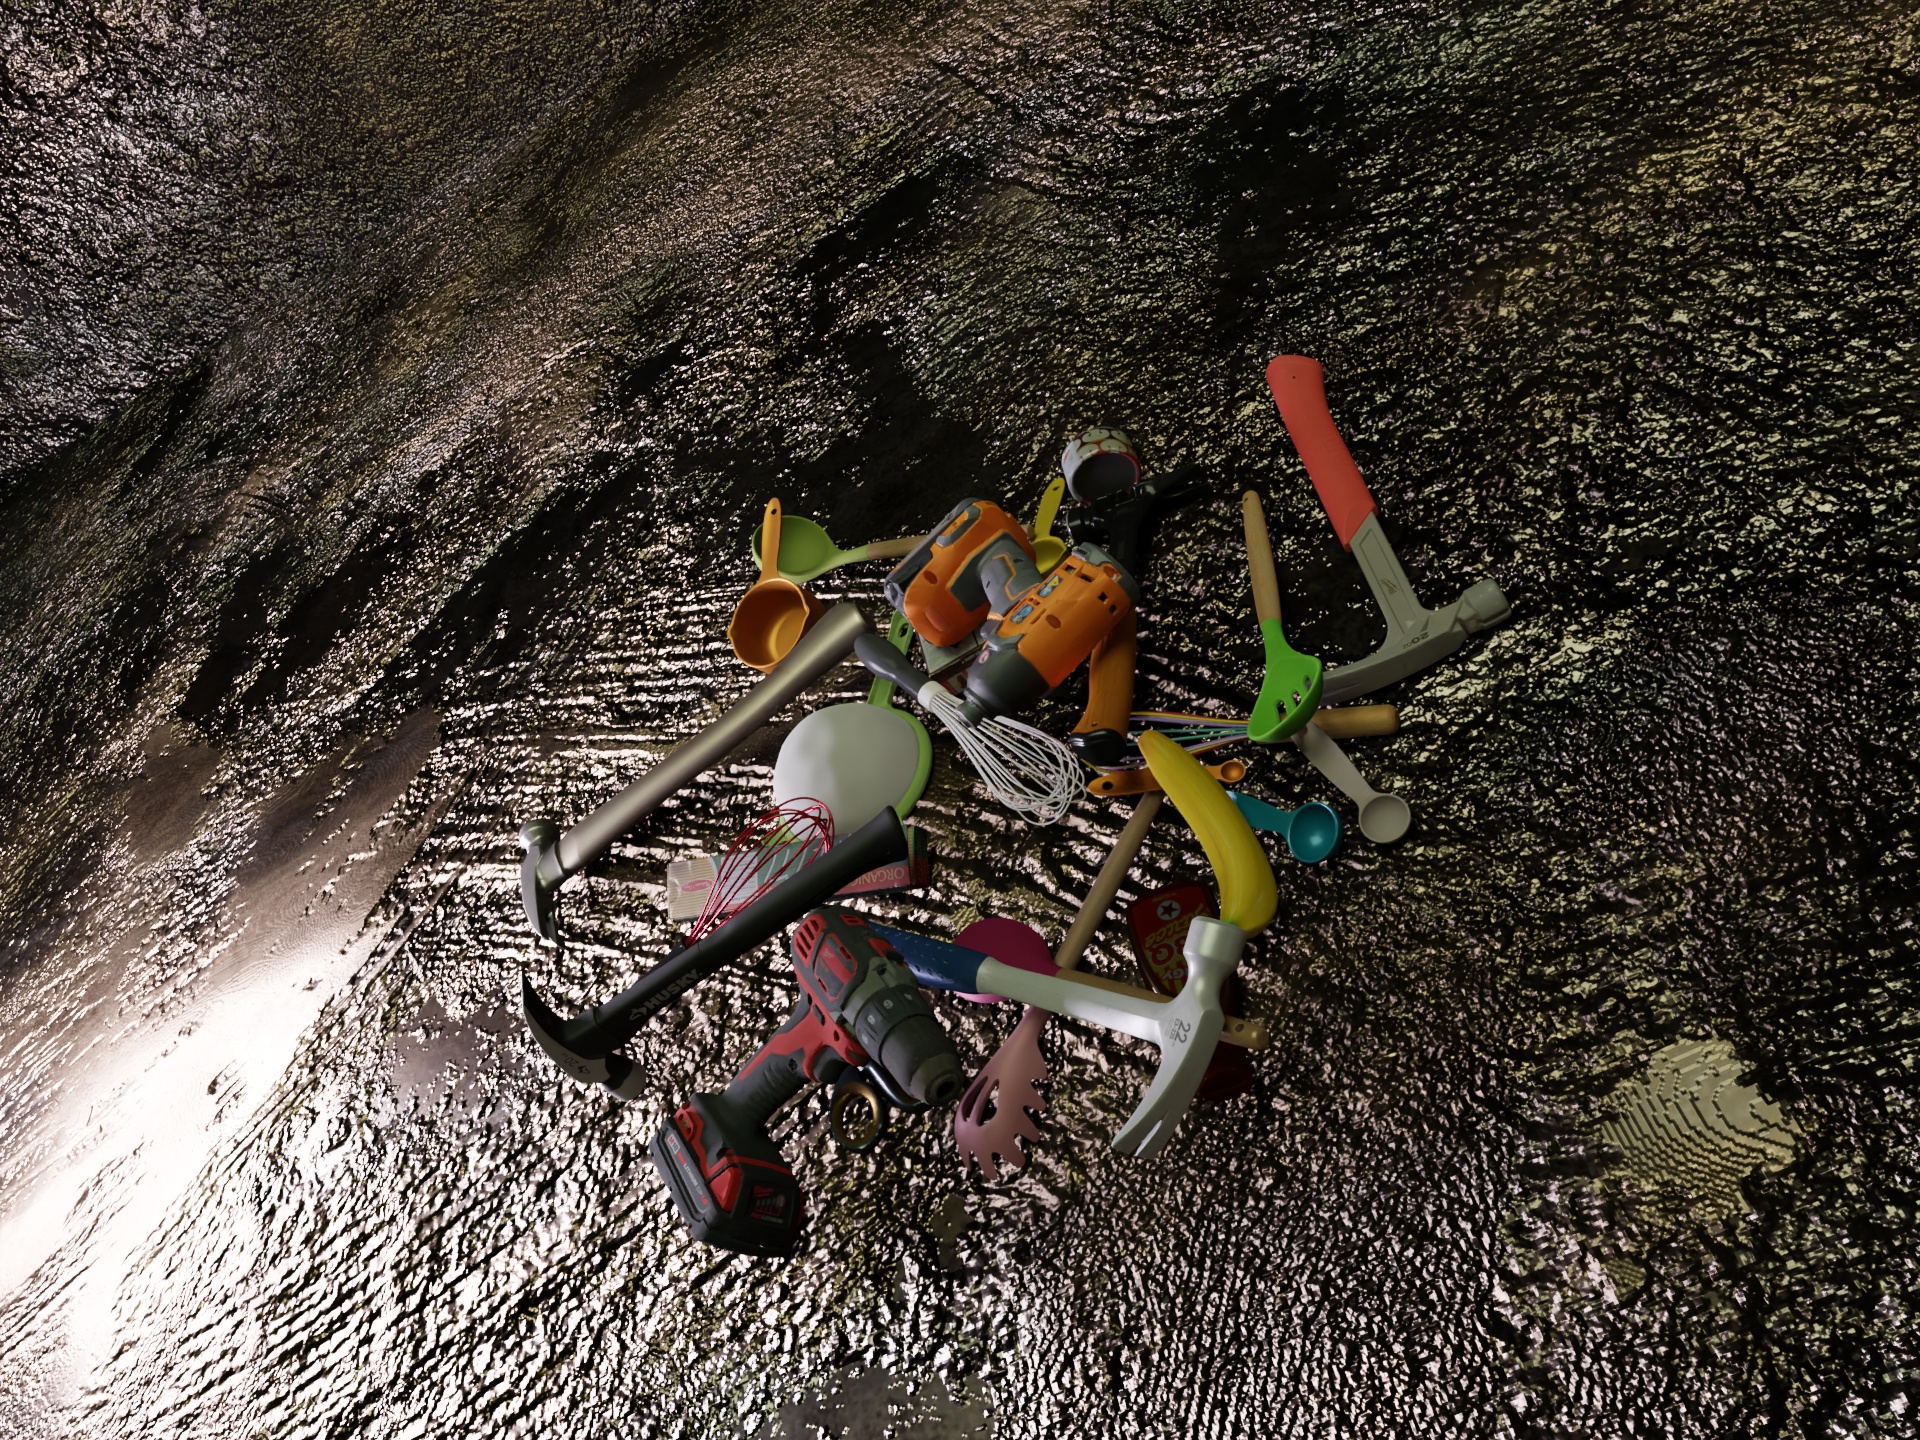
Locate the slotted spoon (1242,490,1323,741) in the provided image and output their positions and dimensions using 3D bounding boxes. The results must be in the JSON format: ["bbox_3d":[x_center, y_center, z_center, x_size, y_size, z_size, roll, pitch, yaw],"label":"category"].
[{"bbox_3d":[0.232,-0.087,1.188,0.070,0.031,0.314,-44,25,31],"label":"slotted spoon"}]

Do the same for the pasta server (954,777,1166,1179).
[{"bbox_3d":[0.079,0.170,1.117,0.060,0.040,0.316,8,56,41],"label":"pasta server"}]

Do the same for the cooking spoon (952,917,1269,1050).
[{"bbox_3d":[0.083,0.175,1.047,0.319,0.017,0.069,6,54,55],"label":"cooking spoon"}]

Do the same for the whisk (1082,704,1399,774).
[{"bbox_3d":[0.196,0.011,1.160,0.245,0.051,0.047,-5,87,28],"label":"whisk"}]

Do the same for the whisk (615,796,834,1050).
[{"bbox_3d":[-0.202,0.169,1.270,0.296,0.073,0.073,-46,39,17],"label":"whisk"}]

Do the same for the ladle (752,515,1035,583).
[{"bbox_3d":[-0.068,-0.169,1.478,0.320,0.062,0.078,-2,41,39],"label":"ladle"}]

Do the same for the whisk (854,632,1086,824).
[{"bbox_3d":[-0.003,-0.004,1.277,0.070,0.070,0.285,-47,49,-7],"label":"whisk"}]

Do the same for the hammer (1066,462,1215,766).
[{"bbox_3d":[0.130,-0.087,1.242,0.127,0.034,0.337,-18,34,24],"label":"hammer"}]

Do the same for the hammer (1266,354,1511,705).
[{"bbox_3d":[0.292,-0.168,1.240,0.149,0.036,0.359,-27,44,15],"label":"hammer"}]

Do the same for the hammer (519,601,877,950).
[{"bbox_3d":[-0.237,0.040,1.422,0.410,0.038,0.146,-38,42,12],"label":"hammer"}]

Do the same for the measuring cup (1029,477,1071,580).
[{"bbox_3d":[0.080,-0.162,1.408,0.062,0.029,0.157,-16,35,27],"label":"measuring cup"}]

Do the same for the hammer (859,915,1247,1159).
[{"bbox_3d":[0.021,0.180,1.076,0.406,0.035,0.144,3,70,54],"label":"hammer"}]

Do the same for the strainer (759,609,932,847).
[{"bbox_3d":[-0.090,-0.007,1.359,0.151,0.069,0.257,-6,54,33],"label":"strainer"}]

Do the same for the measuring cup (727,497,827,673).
[{"bbox_3d":[-0.165,-0.123,1.496,0.095,0.052,0.174,-13,66,29],"label":"measuring cup"}]

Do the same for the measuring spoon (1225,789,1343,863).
[{"bbox_3d":[0.219,0.069,1.108,0.129,0.021,0.042,18,91,54],"label":"measuring spoon"}]

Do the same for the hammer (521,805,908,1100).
[{"bbox_3d":[-0.180,0.166,1.209,0.335,0.146,0.035,-35,39,10],"label":"hammer"}]

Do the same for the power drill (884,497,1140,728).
[{"bbox_3d":[0.025,-0.084,1.246,0.164,0.084,0.227,-46,31,-3],"label":"power drill"}]

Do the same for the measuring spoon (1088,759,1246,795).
[{"bbox_3d":[0.151,0.045,1.163,0.117,0.011,0.021,-7,50,16],"label":"measuring spoon"}]

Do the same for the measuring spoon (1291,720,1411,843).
[{"bbox_3d":[0.263,0.039,1.084,0.034,0.018,0.124,-42,51,8],"label":"measuring spoon"}]

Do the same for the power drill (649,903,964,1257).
[{"bbox_3d":[-0.100,0.259,1.089,0.226,0.080,0.188,-55,41,6],"label":"power drill"}]
